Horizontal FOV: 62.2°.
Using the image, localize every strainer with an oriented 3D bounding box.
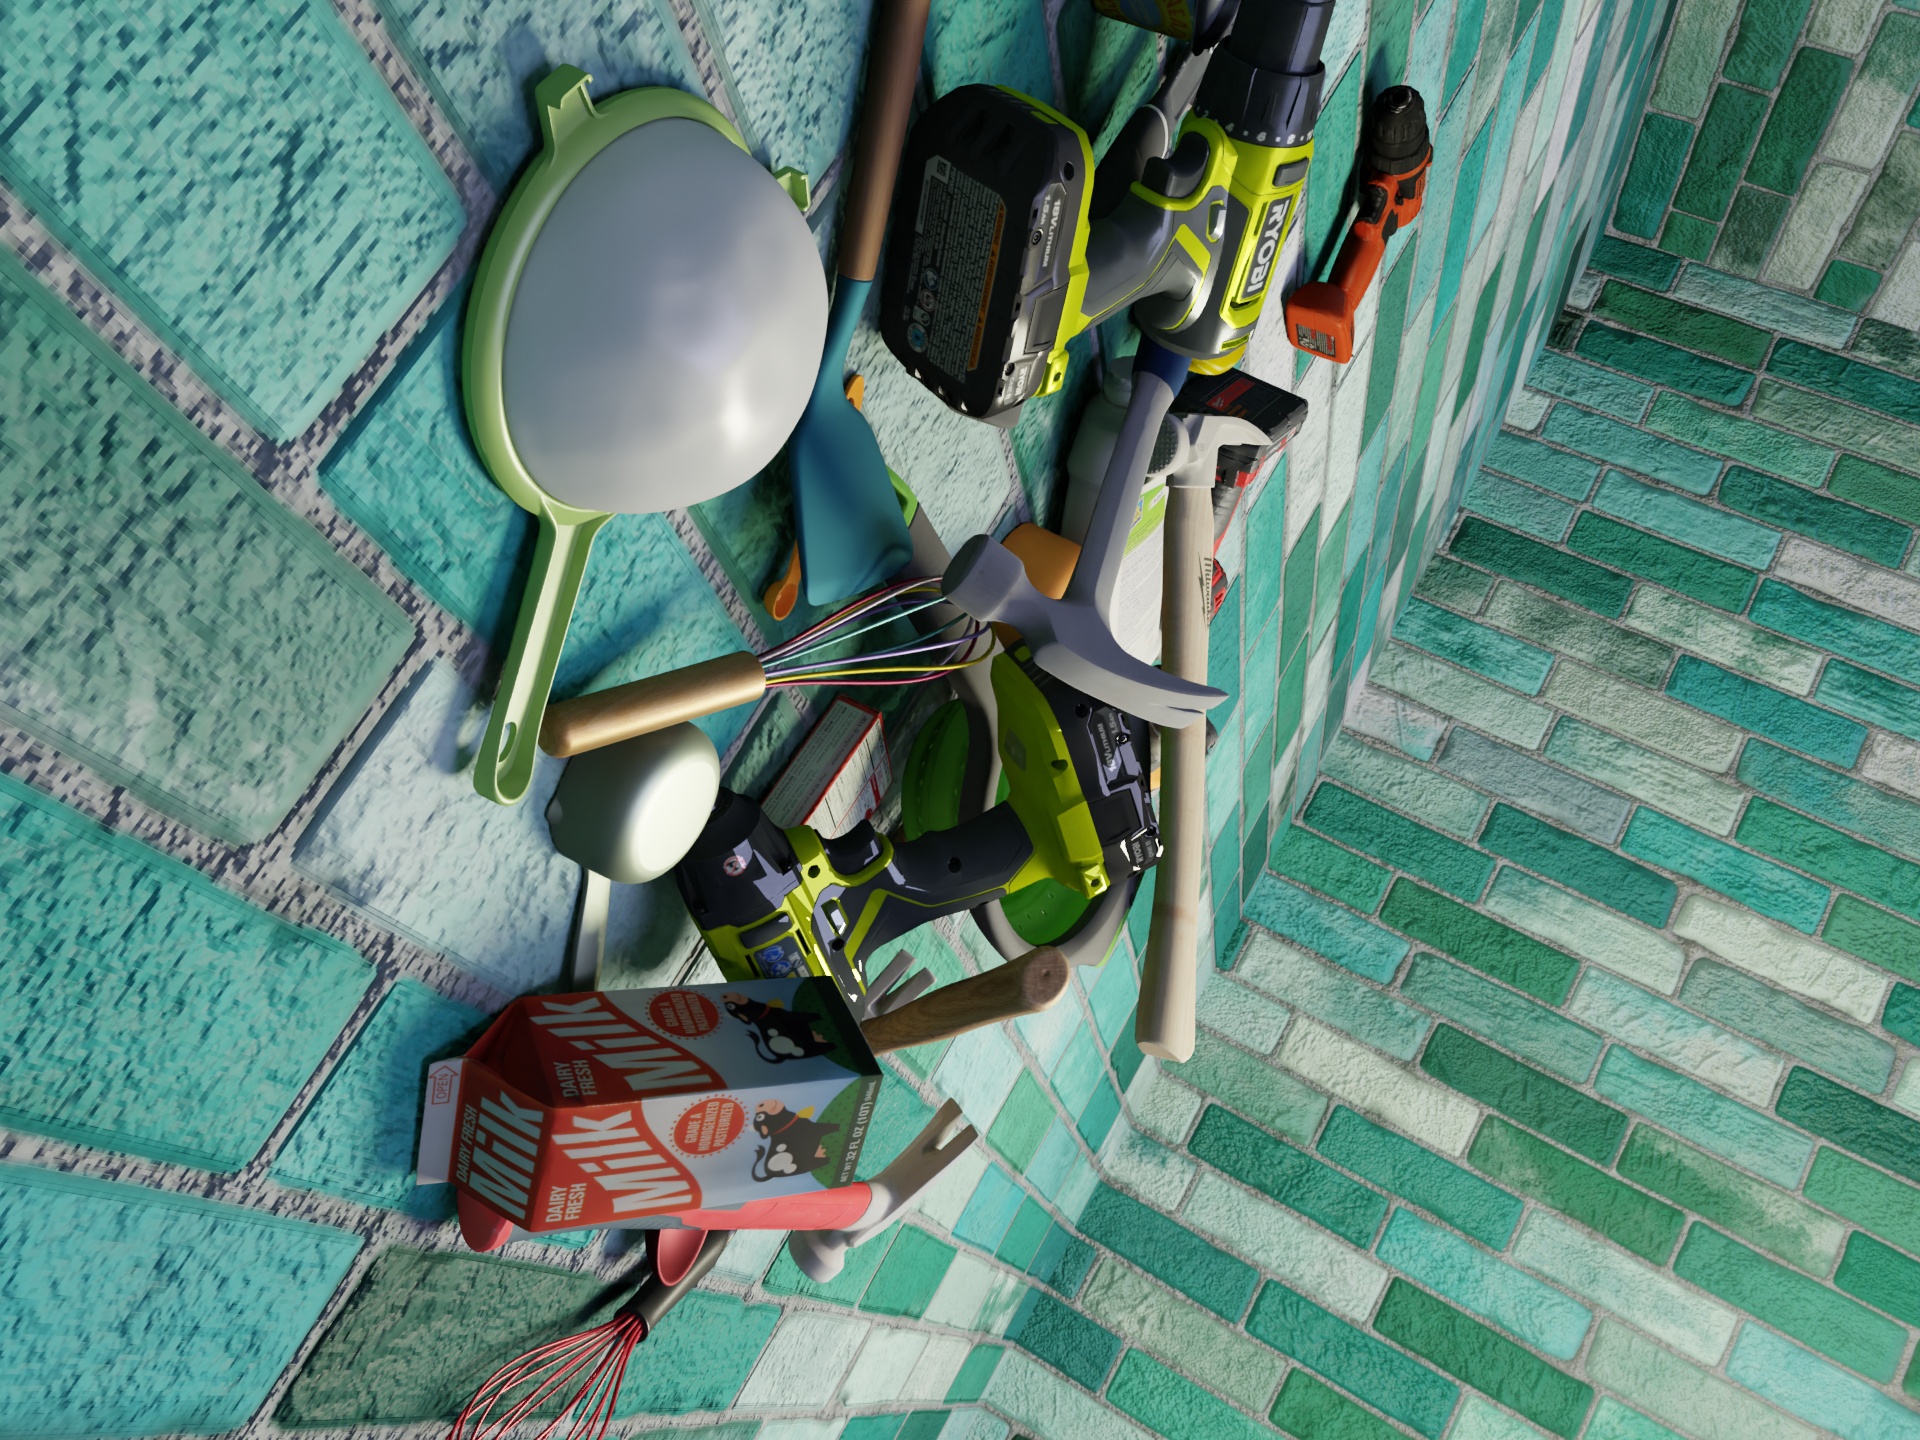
[{"bbox_3d":[-0.108,-0.079,0.546,0.151,0.069,0.256,-12,124,-67],"label":"strainer"}]

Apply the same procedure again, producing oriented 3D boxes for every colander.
[{"bbox_3d":[-0.001,-0.003,0.902,0.205,0.094,0.396,-64,143,-27],"label":"colander"}]

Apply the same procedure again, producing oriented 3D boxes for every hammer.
[{"bbox_3d":[0.104,-0.165,0.842,0.035,0.144,0.406,-39,-156,45],"label":"hammer"},{"bbox_3d":[0.146,0.014,1.011,0.146,0.038,0.410,-13,107,-55],"label":"hammer"},{"bbox_3d":[-0.119,0.250,0.860,0.143,0.038,0.386,-44,151,7],"label":"hammer"},{"bbox_3d":[0.109,-0.326,0.831,0.409,0.036,0.149,-59,147,-7],"label":"hammer"},{"bbox_3d":[-0.021,0.173,0.926,0.130,0.031,0.331,-52,-173,-29],"label":"hammer"}]

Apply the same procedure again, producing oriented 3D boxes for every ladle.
[{"bbox_3d":[-0.105,0.190,0.968,0.315,0.031,0.069,-59,156,-20],"label":"ladle"}]

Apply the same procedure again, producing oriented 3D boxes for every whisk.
[{"bbox_3d":[-0.195,0.351,0.895,0.296,0.073,0.073,-32,144,-68],"label":"whisk"},{"bbox_3d":[-0.071,-0.023,0.682,0.245,0.047,0.051,-20,177,-43],"label":"whisk"}]

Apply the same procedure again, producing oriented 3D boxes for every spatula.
[{"bbox_3d":[-0.028,-0.202,0.640,0.082,0.044,0.317,-30,141,-51],"label":"spatula"}]

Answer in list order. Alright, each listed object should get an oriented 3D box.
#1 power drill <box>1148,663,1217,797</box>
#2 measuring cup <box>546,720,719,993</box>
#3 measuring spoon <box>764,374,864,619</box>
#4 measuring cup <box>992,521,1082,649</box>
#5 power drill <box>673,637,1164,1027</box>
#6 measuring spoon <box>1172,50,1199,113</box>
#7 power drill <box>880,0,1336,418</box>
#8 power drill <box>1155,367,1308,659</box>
[{"bbox_3d":[0.110,0.028,1.153,0.185,0.084,0.226,-39,175,32],"label":"power drill"},{"bbox_3d":[-0.143,0.072,0.691,0.083,0.038,0.167,-32,141,-57],"label":"measuring cup"},{"bbox_3d":[-0.067,-0.102,0.721,0.021,0.011,0.117,0,111,-70],"label":"measuring spoon"},{"bbox_3d":[0.046,-0.043,1.020,0.095,0.052,0.173,-47,153,-41],"label":"measuring cup"},{"bbox_3d":[-0.024,0.057,0.778,0.223,0.080,0.171,-27,125,-9],"label":"power drill"},{"bbox_3d":[0.101,-0.324,0.876,0.124,0.018,0.034,-53,147,-10],"label":"measuring spoon"},{"bbox_3d":[0.079,-0.242,0.724,0.228,0.080,0.190,-28,146,-37],"label":"power drill"},{"bbox_3d":[0.178,-0.147,1.212,0.143,0.078,0.219,-41,153,-48],"label":"power drill"}]
